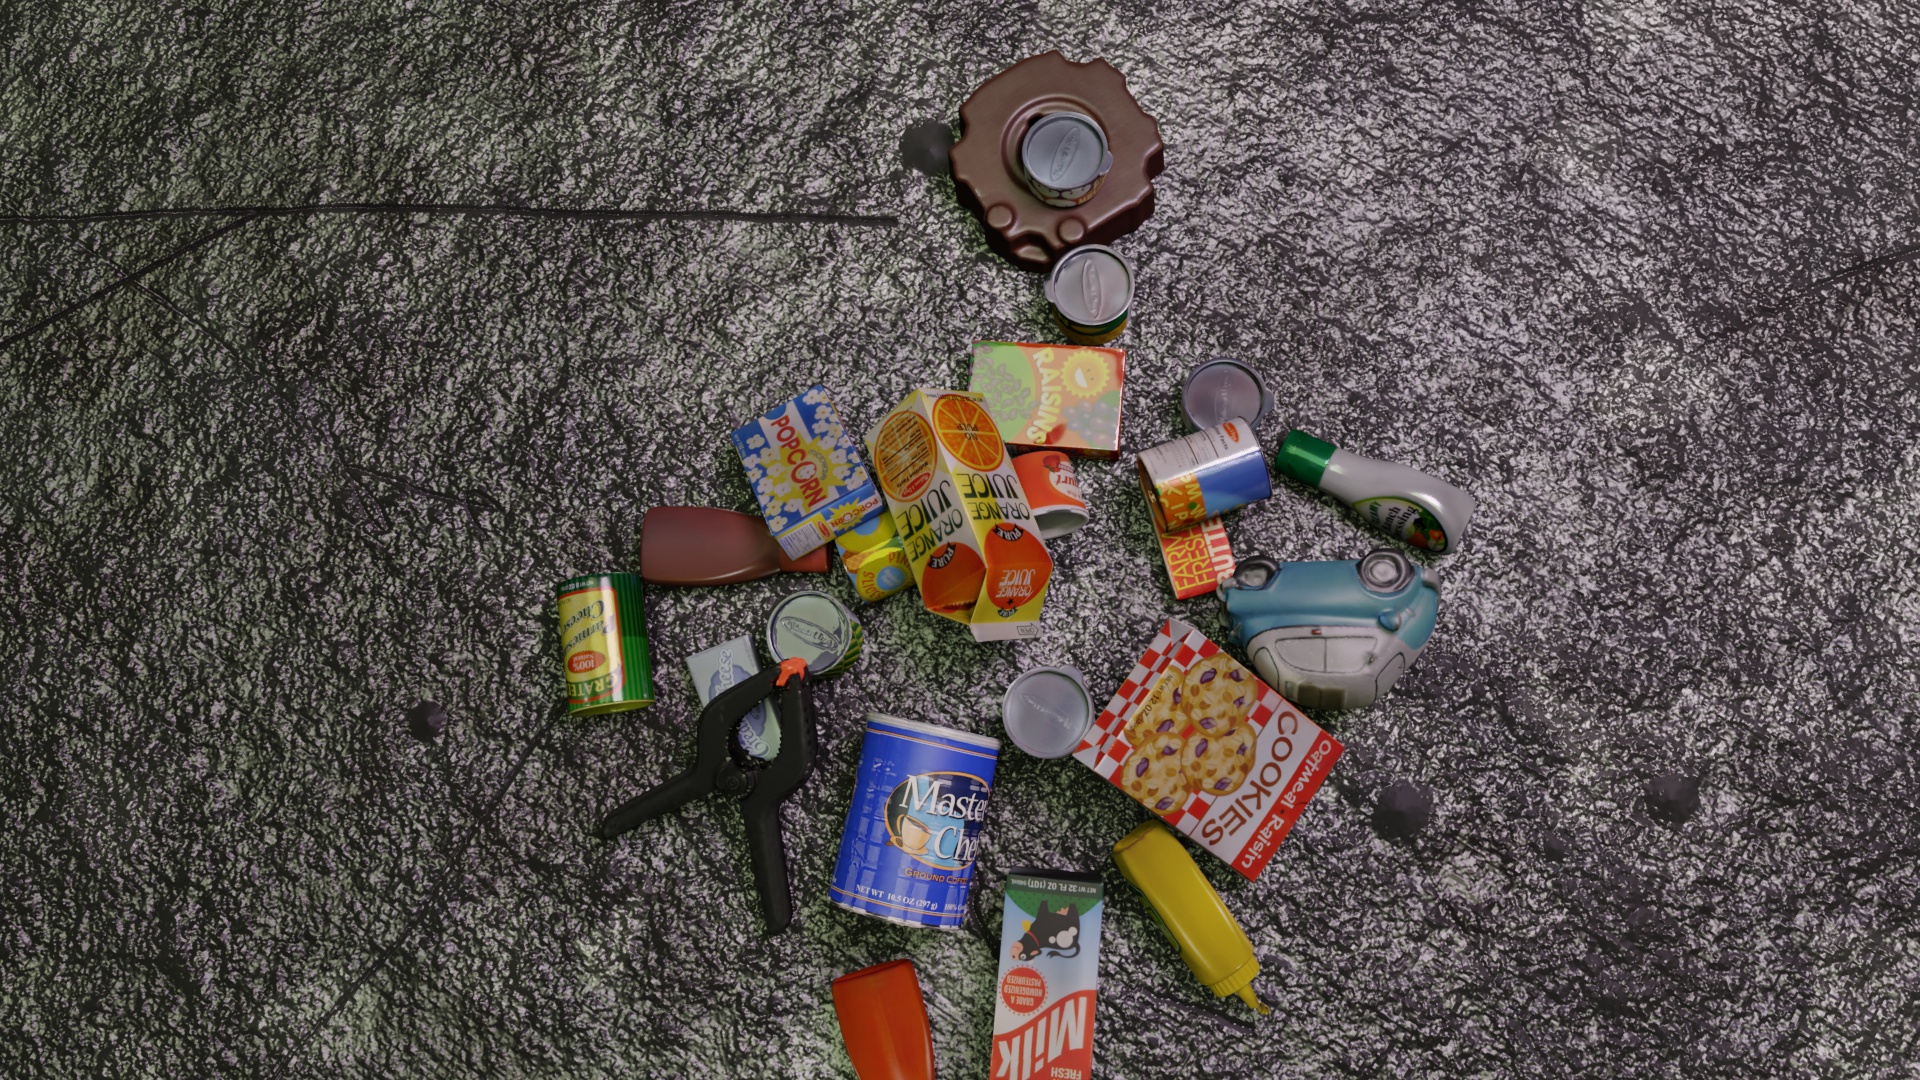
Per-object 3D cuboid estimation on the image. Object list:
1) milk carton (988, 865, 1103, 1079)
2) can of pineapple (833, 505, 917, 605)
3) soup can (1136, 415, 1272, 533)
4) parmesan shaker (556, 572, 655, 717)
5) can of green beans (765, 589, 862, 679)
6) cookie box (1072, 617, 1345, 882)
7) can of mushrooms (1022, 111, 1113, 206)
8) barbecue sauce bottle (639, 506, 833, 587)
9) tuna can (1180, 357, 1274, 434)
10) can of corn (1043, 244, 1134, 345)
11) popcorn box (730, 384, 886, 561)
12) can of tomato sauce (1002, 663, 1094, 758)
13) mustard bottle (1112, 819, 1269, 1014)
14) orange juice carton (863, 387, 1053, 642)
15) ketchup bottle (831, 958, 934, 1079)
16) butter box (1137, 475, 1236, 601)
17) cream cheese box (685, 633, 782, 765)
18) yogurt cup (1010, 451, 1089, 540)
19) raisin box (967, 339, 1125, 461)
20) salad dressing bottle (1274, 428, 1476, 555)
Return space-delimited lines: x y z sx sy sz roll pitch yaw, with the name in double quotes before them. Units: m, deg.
"milk carton" 0.062 0.338 1.007 0.072 0.073 0.191 4 81 6
"can of pineapple" -0.059 0.011 1.080 0.058 0.071 0.071 -25 79 2
"soup can" 0.183 -0.047 1.045 0.084 0.071 0.071 -20 79 1
"parmesan shaker" -0.281 0.082 1.090 0.071 0.071 0.103 -10 79 4
"can of green beans" -0.113 0.074 1.079 0.071 0.057 0.071 -1 80 5
"cookie box" 0.183 0.154 1.006 0.167 0.040 0.123 37 85 -21
"can of mushrooms" 0.084 -0.296 1.083 0.071 0.033 0.071 -1 77 4
"barbecue sauce bottle" -0.177 0.006 1.105 0.148 0.043 0.065 1 78 5
"tuna can" 0.210 -0.108 1.094 0.071 0.033 0.071 -1 80 5
"can of corn" 0.102 -0.194 1.107 0.071 0.058 0.071 -1 80 5
"popcorn box" -0.120 -0.054 1.086 0.085 0.038 0.127 -29 49 0
"can of tomato sauce" 0.067 0.128 1.039 0.071 0.083 0.071 -1 80 5
"mustard bottle" 0.174 0.281 1.013 0.049 0.065 0.160 -35 83 -5
"orange juice carton" 0.004 -0.013 1.034 0.072 0.072 0.193 -37 65 38
"ketchup bottle" -0.047 0.390 1.023 0.065 0.043 0.149 -17 79 3
"butter box" 0.178 -0.007 1.084 0.053 0.024 0.103 -16 78 3
"cream cheese box" -0.173 0.130 1.091 0.053 0.024 0.104 -23 78 3
"yogurt cup" 0.062 -0.035 1.081 0.072 0.072 0.054 -11 71 3
"raisin box" 0.068 -0.111 1.106 0.123 0.040 0.086 4 80 7
"salad dressing bottle" 0.314 -0.040 1.061 0.148 0.064 0.044 27 65 18
